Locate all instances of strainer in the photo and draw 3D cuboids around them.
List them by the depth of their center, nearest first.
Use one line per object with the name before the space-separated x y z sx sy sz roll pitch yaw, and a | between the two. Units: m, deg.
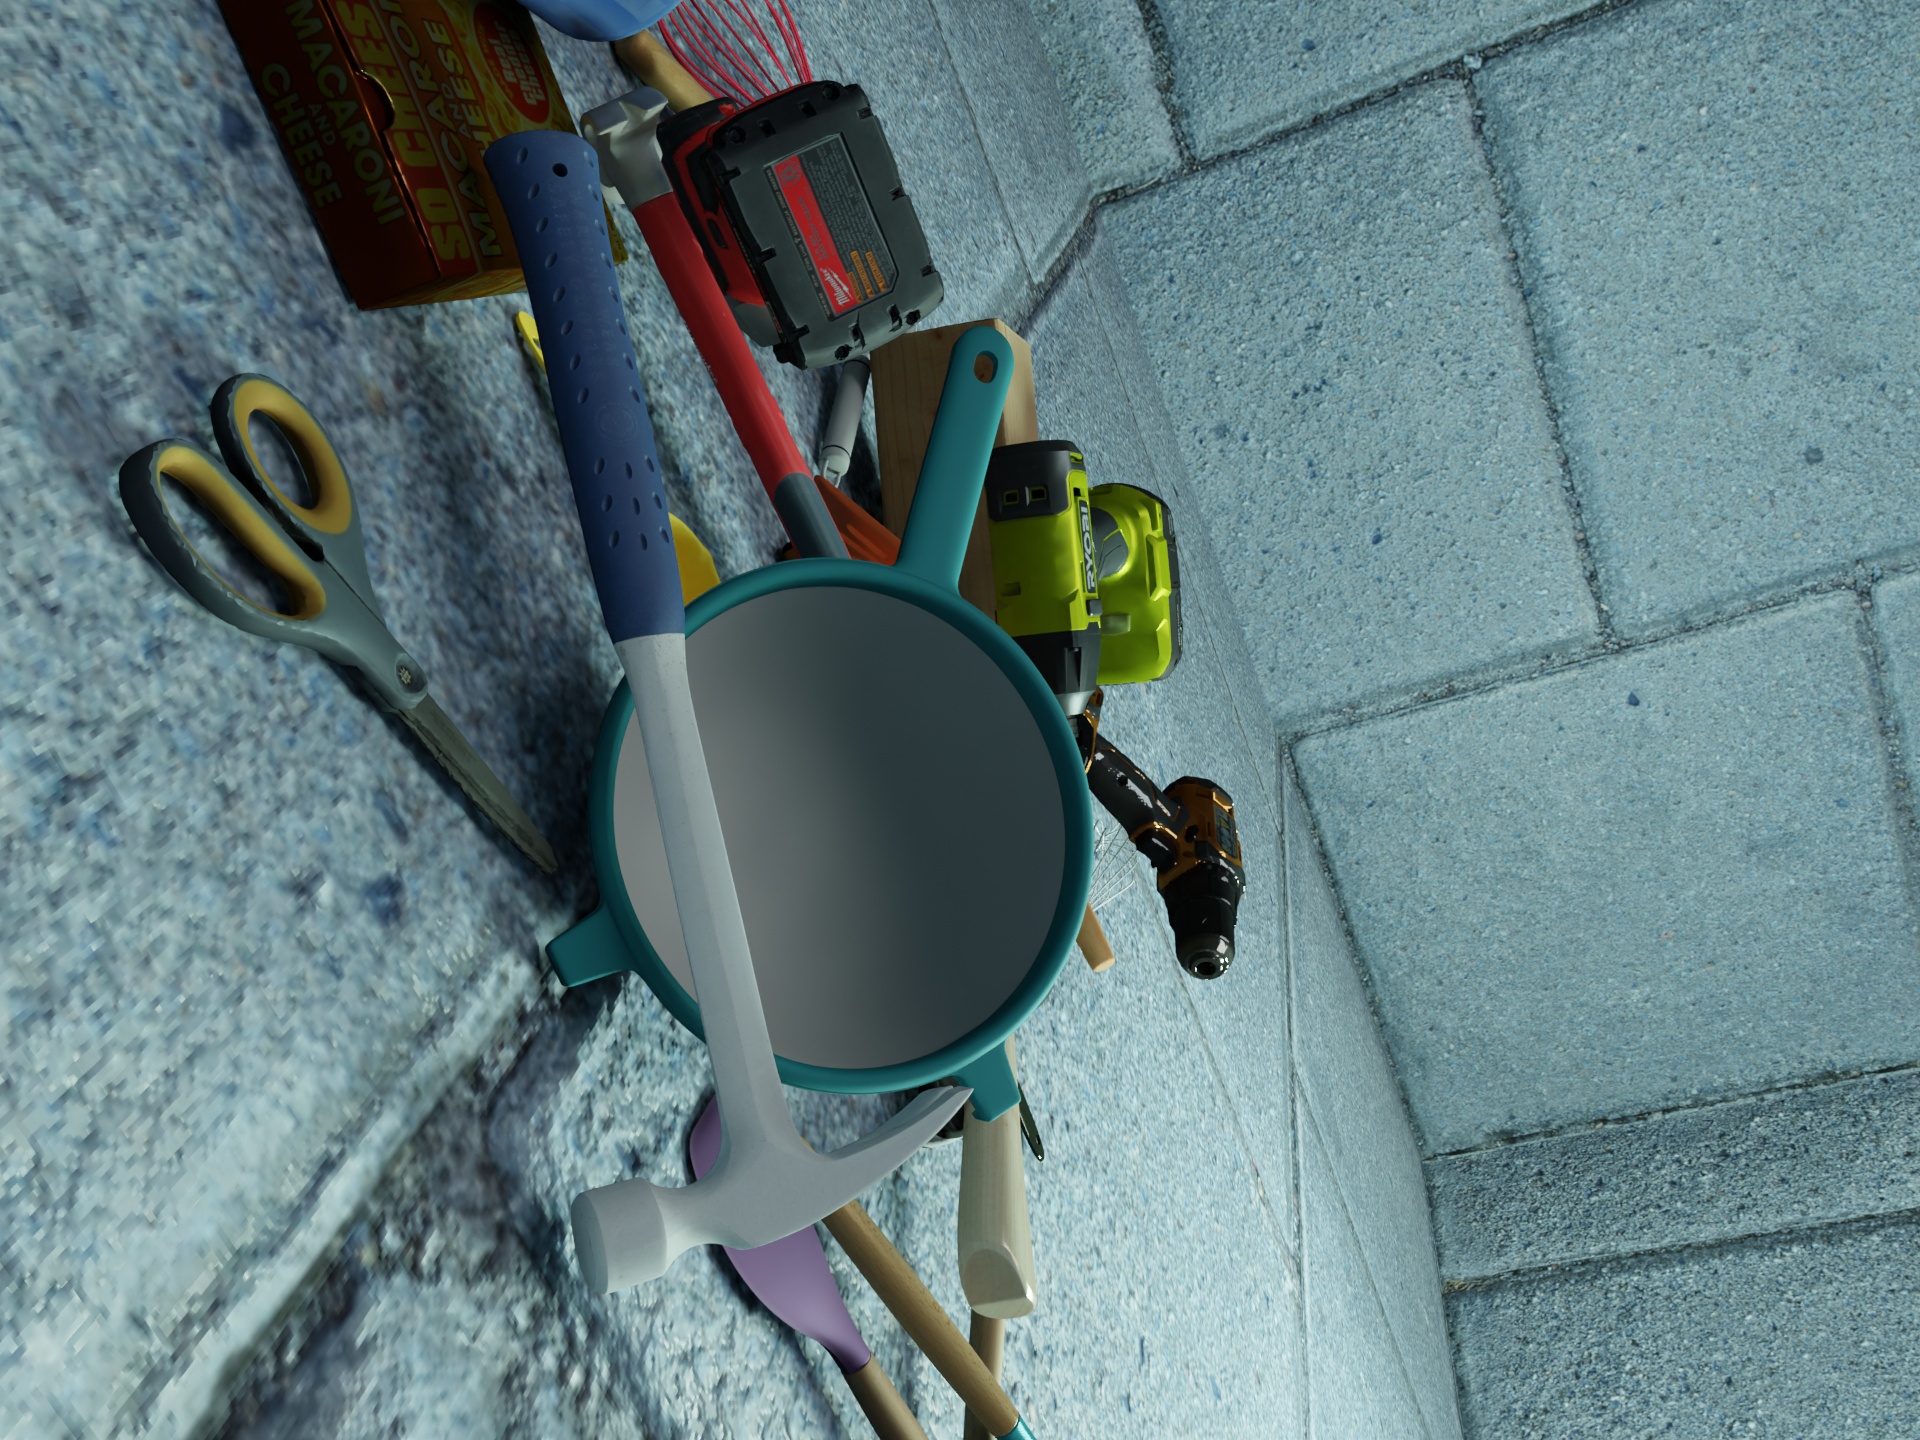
strainer | -0.042 -0.011 0.679 0.211 0.095 0.341 23 67 -20
strainer | -0.070 -0.239 1.055 0.086 0.050 0.259 50 34 -37

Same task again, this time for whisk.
whisk | -0.121 -0.329 0.954 0.244 0.051 0.047 32 63 -56
whisk | -0.094 -0.370 1.004 0.295 0.073 0.073 44 33 -46
whisk | 0.079 0.137 1.149 0.070 0.070 0.285 70 22 -12

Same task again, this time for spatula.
spatula | -0.033 0.293 0.675 0.315 0.018 0.060 62 21 -16
spatula | 0.014 0.304 0.723 0.082 0.044 0.317 -43 109 -27
spatula | -0.001 -0.003 0.858 0.081 0.041 0.323 86 -20 -60

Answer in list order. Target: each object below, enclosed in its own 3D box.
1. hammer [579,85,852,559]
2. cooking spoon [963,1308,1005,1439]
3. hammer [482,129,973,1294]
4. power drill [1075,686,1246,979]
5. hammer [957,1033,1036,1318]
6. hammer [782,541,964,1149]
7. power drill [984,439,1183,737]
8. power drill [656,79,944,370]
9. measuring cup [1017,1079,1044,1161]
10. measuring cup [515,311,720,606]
hammer | -0.079 -0.109 0.769 0.386 0.038 0.143 64 -8 -17
cooking spoon | 0.010 0.331 0.761 0.068 0.017 0.319 43 39 -38
hammer | -0.105 -0.019 0.575 0.144 0.035 0.405 -10 82 -28
power drill | 0.119 0.073 1.153 0.226 0.084 0.185 38 31 -21
hammer | 0.015 0.123 0.881 0.146 0.038 0.411 60 20 -47
hammer | -0.048 0.059 0.856 0.127 0.034 0.337 14 61 -72
power drill | 0.077 -0.078 0.991 0.223 0.080 0.171 -12 96 -70
power drill | -0.092 -0.243 0.802 0.143 0.078 0.220 66 -12 -24
measuring cup | 0.037 0.193 0.986 0.083 0.038 0.167 -32 103 -73
measuring cup | -0.157 -0.103 0.693 0.156 0.029 0.062 59 19 -8
